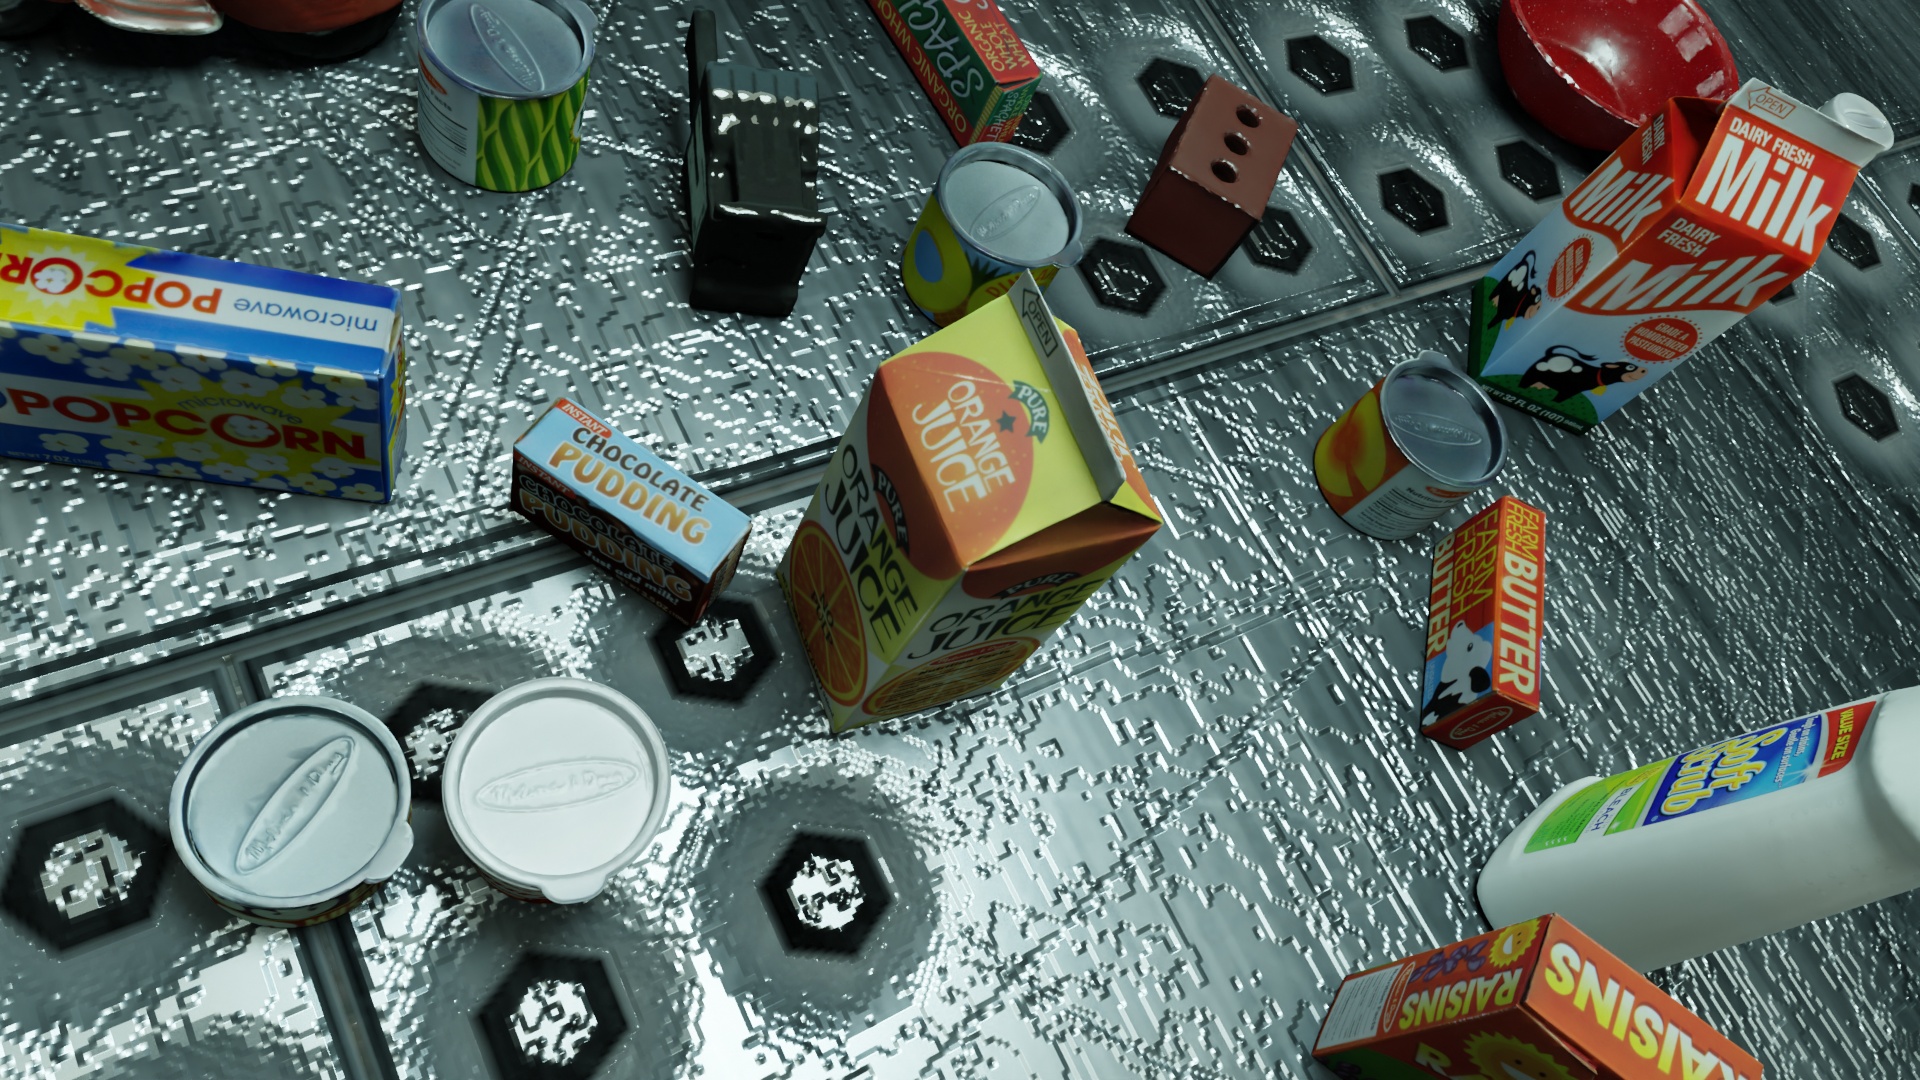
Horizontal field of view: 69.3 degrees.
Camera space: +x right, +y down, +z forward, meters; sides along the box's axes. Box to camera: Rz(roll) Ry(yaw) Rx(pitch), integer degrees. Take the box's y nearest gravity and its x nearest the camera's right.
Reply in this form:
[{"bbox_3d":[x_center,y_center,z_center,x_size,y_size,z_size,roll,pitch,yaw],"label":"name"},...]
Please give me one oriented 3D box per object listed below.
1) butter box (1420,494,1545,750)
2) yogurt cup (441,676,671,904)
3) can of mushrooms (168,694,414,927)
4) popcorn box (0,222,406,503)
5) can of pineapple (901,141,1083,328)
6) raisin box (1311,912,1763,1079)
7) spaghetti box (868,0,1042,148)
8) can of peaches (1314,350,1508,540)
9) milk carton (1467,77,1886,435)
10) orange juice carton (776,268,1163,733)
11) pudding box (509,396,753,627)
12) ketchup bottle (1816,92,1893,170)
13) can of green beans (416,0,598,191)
[{"bbox_3d":[0.230,0.035,0.611,0.024,0.053,0.104,22,58,-9],"label":"butter box"},{"bbox_3d":[-0.131,0.084,0.448,0.072,0.053,0.073,9,61,-16],"label":"yogurt cup"},{"bbox_3d":[-0.204,0.086,0.431,0.071,0.033,0.071,9,61,-16],"label":"can of mushrooms"},{"bbox_3d":[-0.251,-0.055,0.456,0.127,0.084,0.038,7,62,-17],"label":"popcorn box"},{"bbox_3d":[0.014,-0.130,0.613,0.071,0.057,0.071,9,61,-16],"label":"can of pineapple"},{"bbox_3d":[0.193,0.179,0.479,0.086,0.122,0.040,37,57,1],"label":"raisin box"},{"bbox_3d":[-0.039,-0.302,0.688,0.029,0.050,0.250,-22,73,-29],"label":"spaghetti box"},{"bbox_3d":[0.206,-0.043,0.640,0.071,0.057,0.071,9,61,-16],"label":"can of peaches"},{"bbox_3d":[0.328,-0.136,0.657,0.072,0.189,0.074,21,59,-10],"label":"milk carton"},{"bbox_3d":[0.002,-0.006,0.463,0.073,0.191,0.072,-13,69,-26],"label":"orange juice carton"},{"bbox_3d":[-0.120,-0.010,0.504,0.084,0.049,0.030,34,57,-1],"label":"pudding box"},{"bbox_3d":[0.413,-0.172,0.733,0.065,0.148,0.044,2,64,-20],"label":"ketchup bottle"},{"bbox_3d":[-0.186,-0.185,0.566,0.071,0.057,0.071,9,61,-16],"label":"can of green beans"}]
